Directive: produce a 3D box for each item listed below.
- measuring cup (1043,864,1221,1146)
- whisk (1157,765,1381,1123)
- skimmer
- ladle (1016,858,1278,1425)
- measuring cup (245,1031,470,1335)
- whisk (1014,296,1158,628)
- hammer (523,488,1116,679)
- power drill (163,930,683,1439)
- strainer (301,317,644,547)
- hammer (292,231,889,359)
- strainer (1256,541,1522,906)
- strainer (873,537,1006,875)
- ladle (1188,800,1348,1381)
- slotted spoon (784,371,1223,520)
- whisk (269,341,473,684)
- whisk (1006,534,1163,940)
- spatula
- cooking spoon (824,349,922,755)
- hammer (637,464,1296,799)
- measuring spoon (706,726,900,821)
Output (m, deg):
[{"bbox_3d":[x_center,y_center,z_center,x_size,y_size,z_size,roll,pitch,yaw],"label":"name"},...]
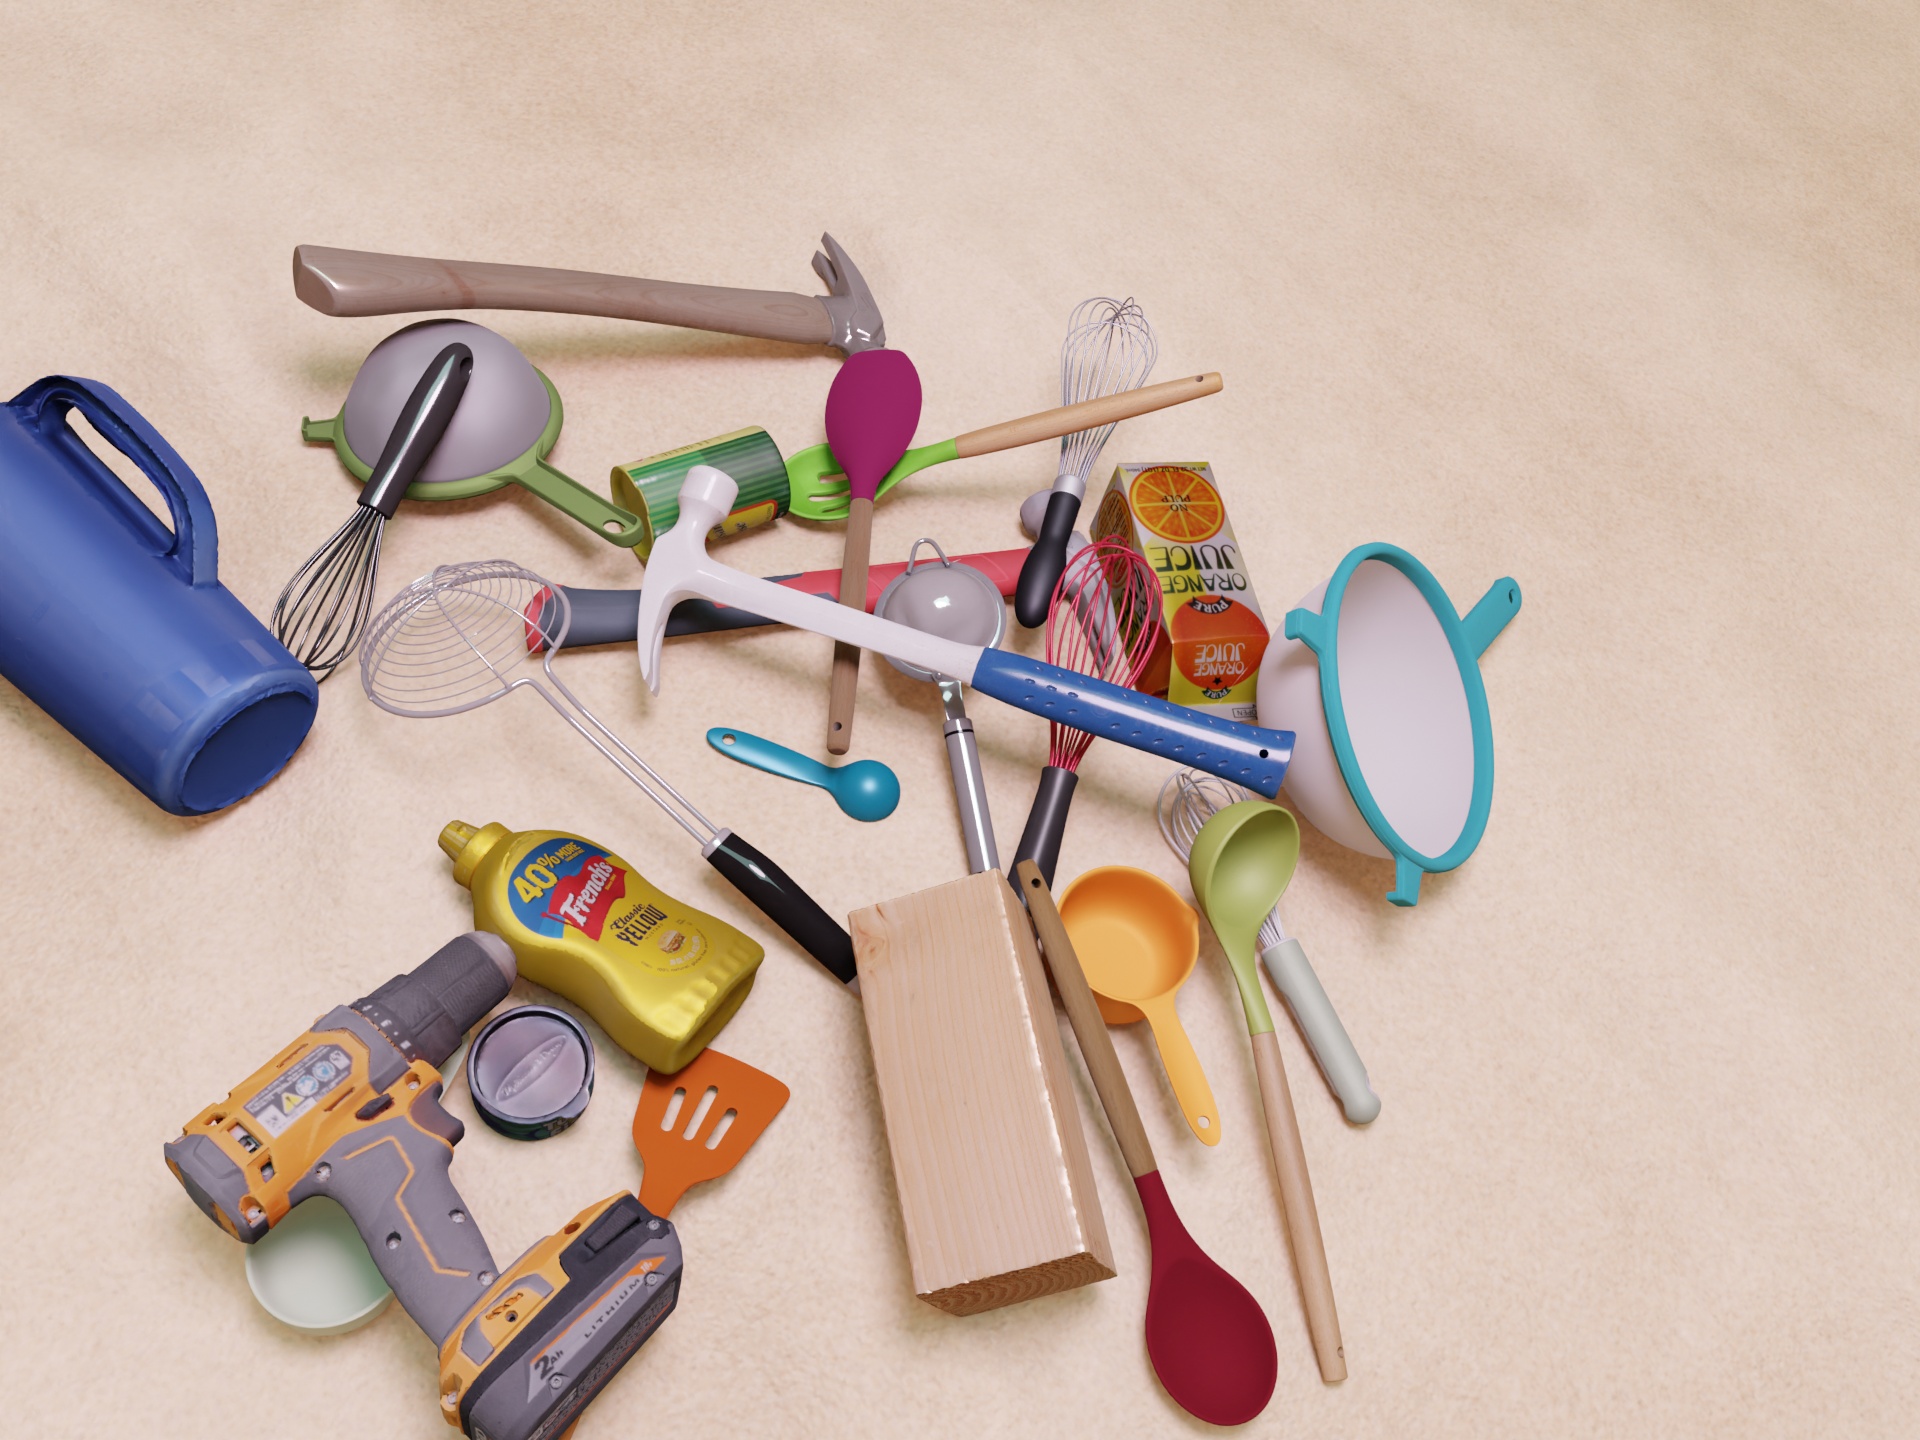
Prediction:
[{"bbox_3d":[0.107,0.172,0.930,0.095,0.052,0.174,-12,63,-19],"label":"measuring cup"},{"bbox_3d":[0.191,0.133,0.981,0.059,0.057,0.247,-30,67,11],"label":"whisk"},{"bbox_3d":[-0.196,0.039,0.944,0.363,0.090,0.127,43,59,-2],"label":"skimmer"},{"bbox_3d":[0.091,0.224,0.873,0.069,0.031,0.316,-16,75,-19],"label":"ladle"},{"bbox_3d":[-0.296,0.232,0.813,0.083,0.038,0.168,23,52,0],"label":"measuring cup"},{"bbox_3d":[0.083,-0.183,1.100,0.070,0.070,0.285,17,64,-1],"label":"whisk"},{"bbox_3d":[-0.087,-0.070,1.049,0.386,0.038,0.143,-8,62,-17],"label":"hammer"},{"bbox_3d":[-0.235,0.217,0.770,0.226,0.084,0.185,36,53,15],"label":"power drill"},{"bbox_3d":[-0.303,-0.193,1.034,0.256,0.069,0.151,32,56,23],"label":"strainer"},{"bbox_3d":[-0.242,-0.299,1.099,0.410,0.038,0.146,-4,56,-33],"label":"hammer"},{"bbox_3d":[0.288,-0.026,1.070,0.340,0.095,0.211,-35,105,-49],"label":"strainer"},{"bbox_3d":[-0.002,-0.003,0.998,0.087,0.050,0.259,-11,76,1],"label":"strainer"},{"bbox_3d":[0.186,0.201,0.898,0.078,0.062,0.320,8,65,-41],"label":"ladle"},{"bbox_3d":[0.023,-0.190,1.080,0.314,0.031,0.070,-12,57,13],"label":"slotted spoon"},{"bbox_3d":[-0.358,-0.129,0.979,0.055,0.055,0.239,23,78,2],"label":"whisk"},{"bbox_3d":[0.068,0.016,0.992,0.073,0.073,0.296,18,71,-1],"label":"whisk"},{"bbox_3d":[-0.181,0.309,0.798,0.081,0.041,0.323,21,60,2],"label":"spatula"},{"bbox_3d":[-0.066,-0.121,1.044,0.069,0.017,0.319,-2,62,9],"label":"cooking spoon"},{"bbox_3d":[-0.002,-0.030,0.958,0.405,0.035,0.144,18,75,6],"label":"hammer"},{"bbox_3d":[-0.098,0.026,0.994,0.128,0.021,0.042,20,56,-1],"label":"measuring spoon"}]
